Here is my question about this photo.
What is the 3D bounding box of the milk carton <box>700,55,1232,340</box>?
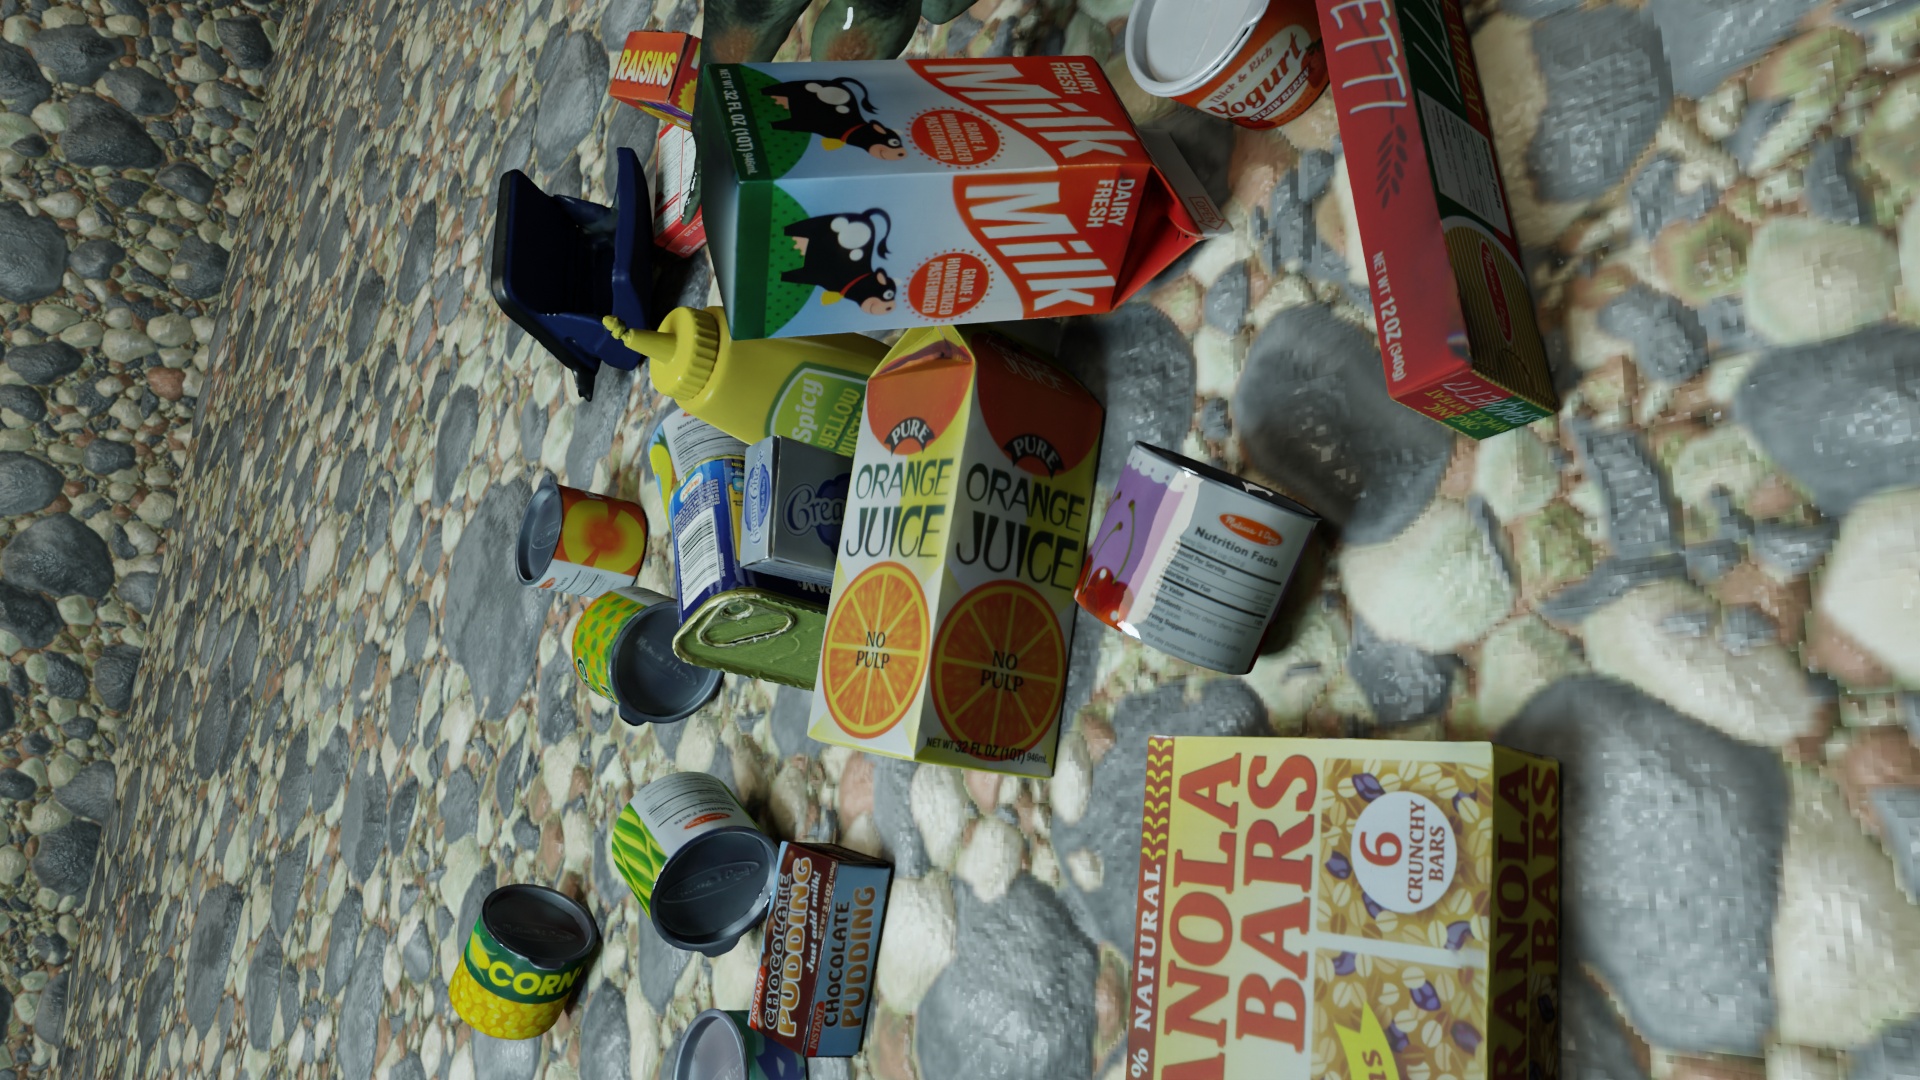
[{"bbox_3d":[0.004,-0.131,0.522,0.073,0.191,0.072,103,153,-49],"label":"milk carton"}]

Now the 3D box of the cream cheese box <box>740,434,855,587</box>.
[{"bbox_3d":[-0.044,-0.006,0.591,0.024,0.104,0.053,-15,67,45],"label":"cream cheese box"}]

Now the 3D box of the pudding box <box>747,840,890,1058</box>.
[{"bbox_3d":[-0.062,0.177,0.608,0.049,0.030,0.084,1,78,53],"label":"pudding box"}]

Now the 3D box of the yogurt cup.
[{"bbox_3d":[0.102,-0.187,0.511,0.072,0.054,0.072,-22,61,46],"label":"yogurt cup"}]

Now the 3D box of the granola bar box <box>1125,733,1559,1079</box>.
[{"bbox_3d":[0.106,0.142,0.402,0.124,0.039,0.166,-9,71,49],"label":"granola bar box"}]

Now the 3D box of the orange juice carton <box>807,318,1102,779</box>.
[{"bbox_3d":[0.002,-0.007,0.559,0.073,0.072,0.193,-1,77,51],"label":"orange juice carton"}]

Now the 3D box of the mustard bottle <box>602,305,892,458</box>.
[{"bbox_3d":[-0.086,-0.071,0.619,0.049,0.160,0.065,47,116,47],"label":"mustard bottle"}]

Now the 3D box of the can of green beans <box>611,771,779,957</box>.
[{"bbox_3d":[-0.128,0.153,0.670,0.058,0.071,0.071,32,103,52],"label":"can of green beans"}]

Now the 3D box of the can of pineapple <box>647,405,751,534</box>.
[{"bbox_3d":[-0.127,-0.032,0.737,0.070,0.071,0.058,-51,43,27],"label":"can of pineapple"}]

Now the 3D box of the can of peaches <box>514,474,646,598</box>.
[{"bbox_3d":[-0.237,-0.001,0.868,0.071,0.058,0.071,-22,60,47],"label":"can of peaches"}]

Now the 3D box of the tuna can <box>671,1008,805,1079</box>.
[{"bbox_3d":[-0.100,0.249,0.628,0.071,0.033,0.071,-21,61,46],"label":"tuna can"}]

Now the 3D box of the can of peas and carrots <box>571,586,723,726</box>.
[{"bbox_3d":[-0.171,0.063,0.755,0.059,0.071,0.071,11,87,53],"label":"can of peas and carrots"}]

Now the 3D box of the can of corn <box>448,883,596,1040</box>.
[{"bbox_3d":[-0.249,0.241,0.789,0.071,0.071,0.058,45,114,49],"label":"can of corn"}]

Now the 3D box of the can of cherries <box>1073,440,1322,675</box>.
[{"bbox_3d":[0.078,0.005,0.467,0.071,0.071,0.058,33,105,51],"label":"can of cherries"}]

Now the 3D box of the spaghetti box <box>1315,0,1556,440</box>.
[{"bbox_3d":[0.144,-0.153,0.451,0.028,0.050,0.251,-26,58,43],"label":"spaghetti box"}]

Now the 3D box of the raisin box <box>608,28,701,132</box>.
[{"bbox_3d":[-0.112,-0.228,0.738,0.086,0.123,0.040,30,102,52],"label":"raisin box"}]
